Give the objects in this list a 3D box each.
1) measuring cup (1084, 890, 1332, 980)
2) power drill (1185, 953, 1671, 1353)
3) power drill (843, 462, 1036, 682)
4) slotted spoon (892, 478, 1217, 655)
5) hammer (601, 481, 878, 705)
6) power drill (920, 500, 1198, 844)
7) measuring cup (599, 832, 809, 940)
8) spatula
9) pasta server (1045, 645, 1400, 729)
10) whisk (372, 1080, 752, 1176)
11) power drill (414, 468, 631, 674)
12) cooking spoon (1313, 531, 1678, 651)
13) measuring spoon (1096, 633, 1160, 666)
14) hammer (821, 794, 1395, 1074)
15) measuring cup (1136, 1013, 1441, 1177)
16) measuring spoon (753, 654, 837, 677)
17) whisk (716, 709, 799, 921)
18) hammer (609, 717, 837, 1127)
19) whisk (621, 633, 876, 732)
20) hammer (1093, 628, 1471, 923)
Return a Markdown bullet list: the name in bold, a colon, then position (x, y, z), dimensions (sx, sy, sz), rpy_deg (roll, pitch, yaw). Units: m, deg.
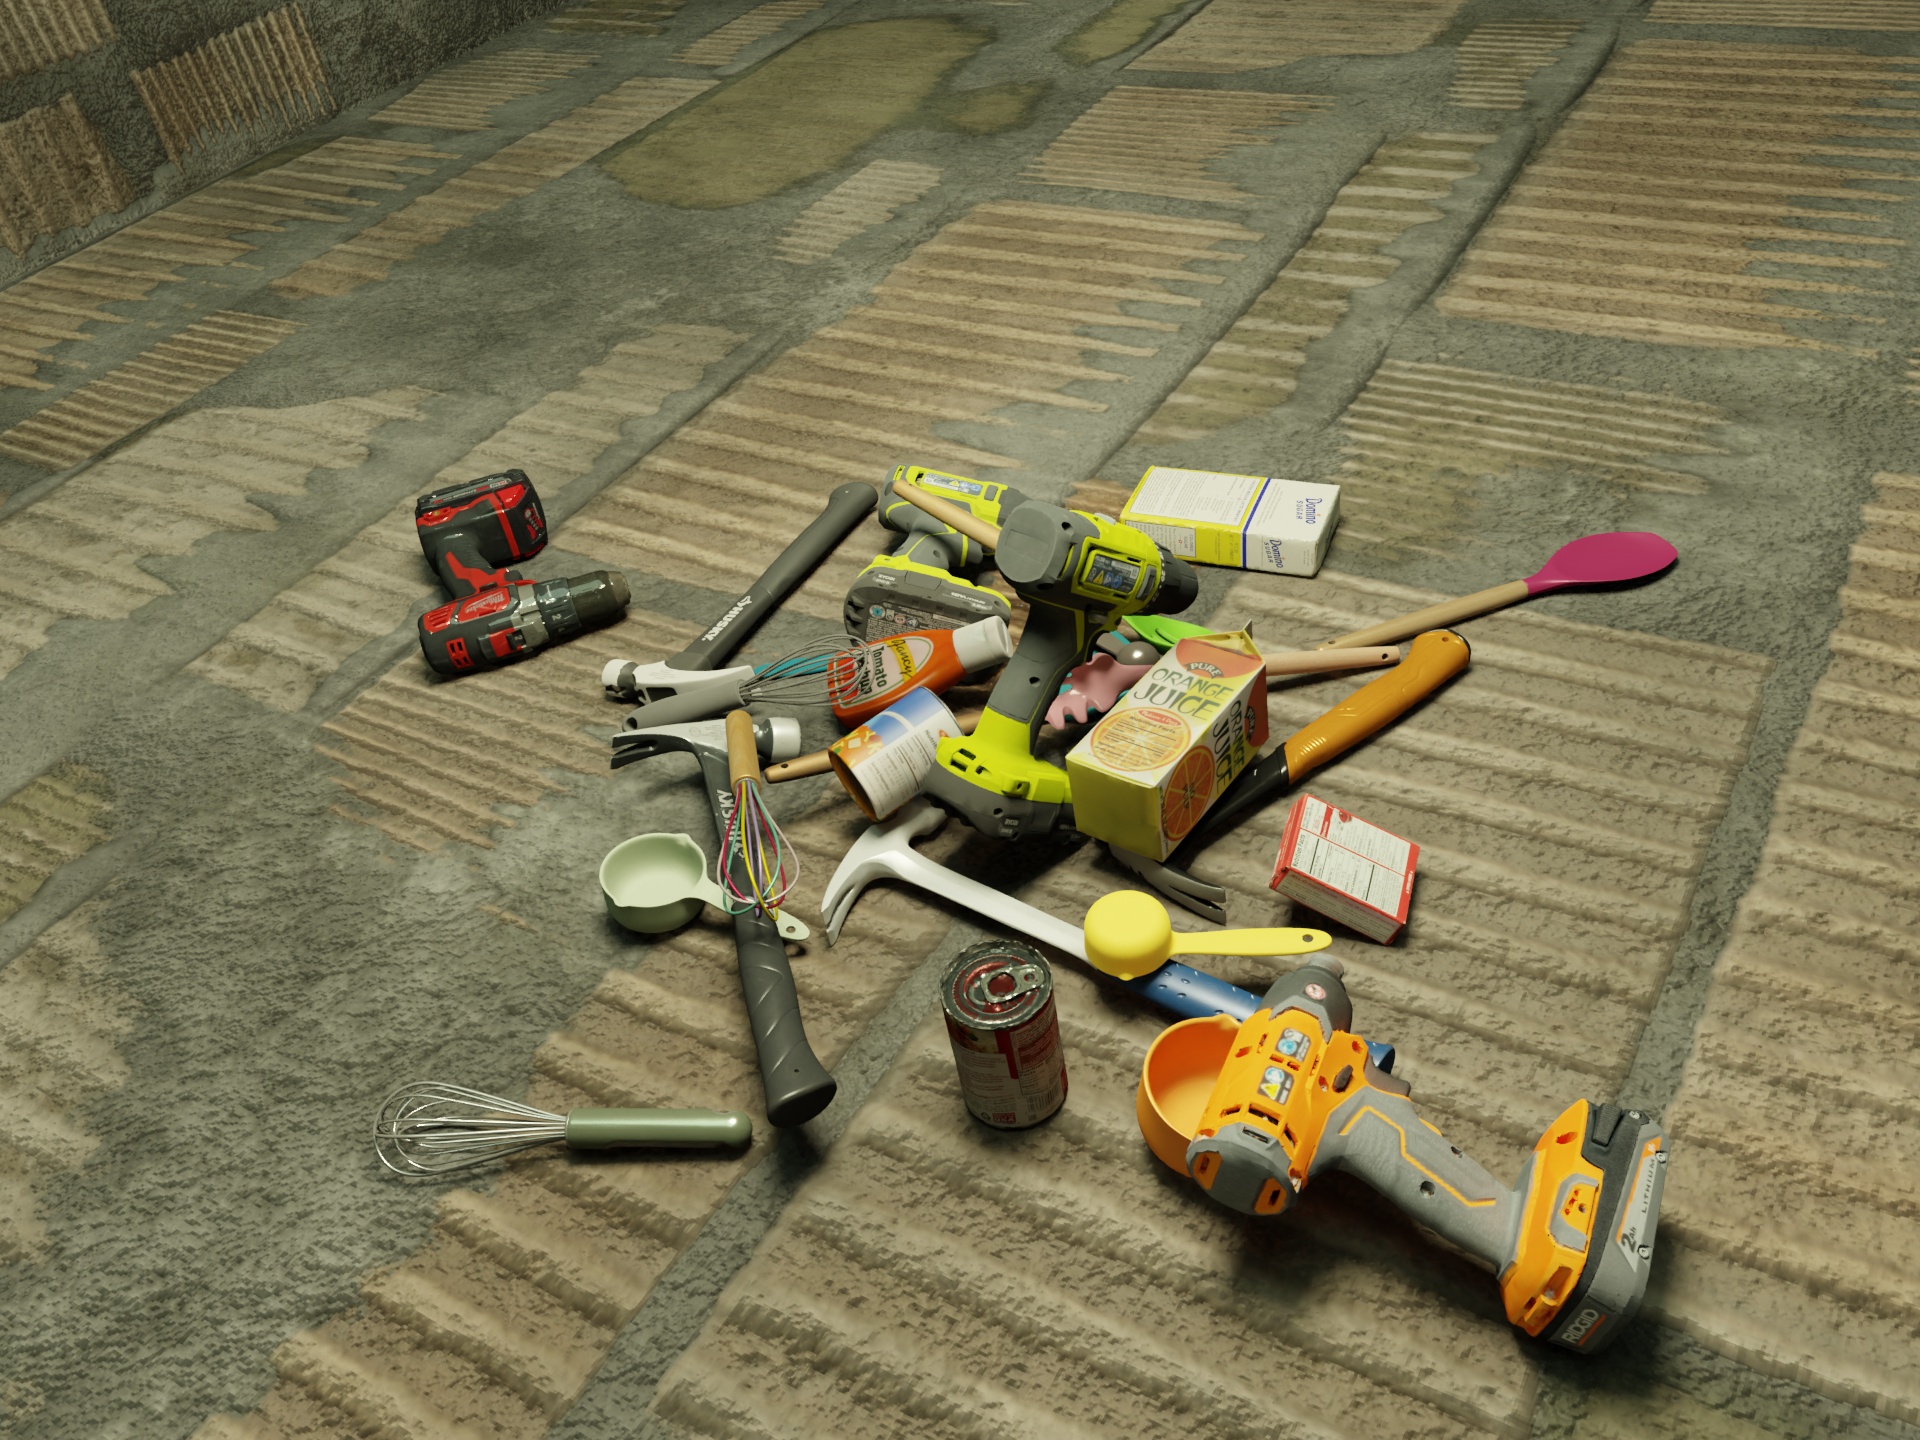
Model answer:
- **measuring cup**: position (0.155, 0.132, 1.007), dimensions (0.156, 0.029, 0.062), rpy_deg (-2, 40, 12)
- **power drill**: position (0.253, 0.221, 0.860), dimensions (0.226, 0.084, 0.164), rpy_deg (22, 48, 14)
- **power drill**: position (-0.003, -0.135, 1.374), dimensions (0.171, 0.080, 0.223), rpy_deg (14, 40, 4)
- **slotted spoon**: position (0.077, -0.124, 1.316), dimensions (0.314, 0.031, 0.070), rpy_deg (30, 26, 13)
- **hammer**: position (-0.167, -0.119, 1.427), dimensions (0.146, 0.035, 0.335), rpy_deg (7, 41, 30)
- **power drill**: position (0.077, -0.032, 1.124), dimensions (0.080, 0.228, 0.190), rpy_deg (29, 13, 39)
- **measuring cup**: position (-0.180, 0.134, 1.136), dimensions (0.168, 0.038, 0.083), rpy_deg (20, 42, 19)
- **spatula**: position (-0.002, -0.004, 1.228), dimensions (0.317, 0.044, 0.082), rpy_deg (-15, 42, -23)
- **pasta server**: position (0.191, -0.037, 1.224), dimensions (0.316, 0.060, 0.040), rpy_deg (-5, 13, -9)
- **whisk**: position (-0.251, 0.257, 0.999), dimensions (0.246, 0.057, 0.059), rpy_deg (-1, 75, 6)
- **power drill**: position (-0.415, -0.143, 1.487), dimensions (0.188, 0.080, 0.227), rpy_deg (-18, 43, -9)
- **cooking spoon**: position (0.433, -0.099, 1.289), dimensions (0.319, 0.017, 0.069), rpy_deg (-17, 39, -9)
- **measuring spoon**: position (0.112, -0.073, 1.278), dimensions (0.034, 0.018, 0.124), rpy_deg (-28, 45, -28)
- **hammer**: position (0.085, 0.155, 1.048), dimensions (0.406, 0.035, 0.144), rpy_deg (21, 48, 32)
- **measuring cup**: position (0.187, 0.234, 0.926), dimensions (0.173, 0.052, 0.095), rpy_deg (13, 45, 3)
- **measuring spoon**: position (-0.115, -0.056, 1.355), dimensions (0.128, 0.021, 0.042), rpy_deg (-9, 39, 0)
- **whisk**: position (-0.149, 0.063, 1.120), dimensions (0.051, 0.047, 0.245), rpy_deg (-47, 28, 16)
- **hammer**: position (-0.151, 0.118, 1.094), dimensions (0.149, 0.036, 0.409), rpy_deg (0, 33, -18)
- **whisk**: position (-0.174, -0.019, 1.275), dimensions (0.239, 0.055, 0.055), rpy_deg (-15, 36, 24)
- **hammer**: position (0.260, 0.024, 1.167), dimensions (0.337, 0.034, 0.127), rpy_deg (-31, 43, -23)
